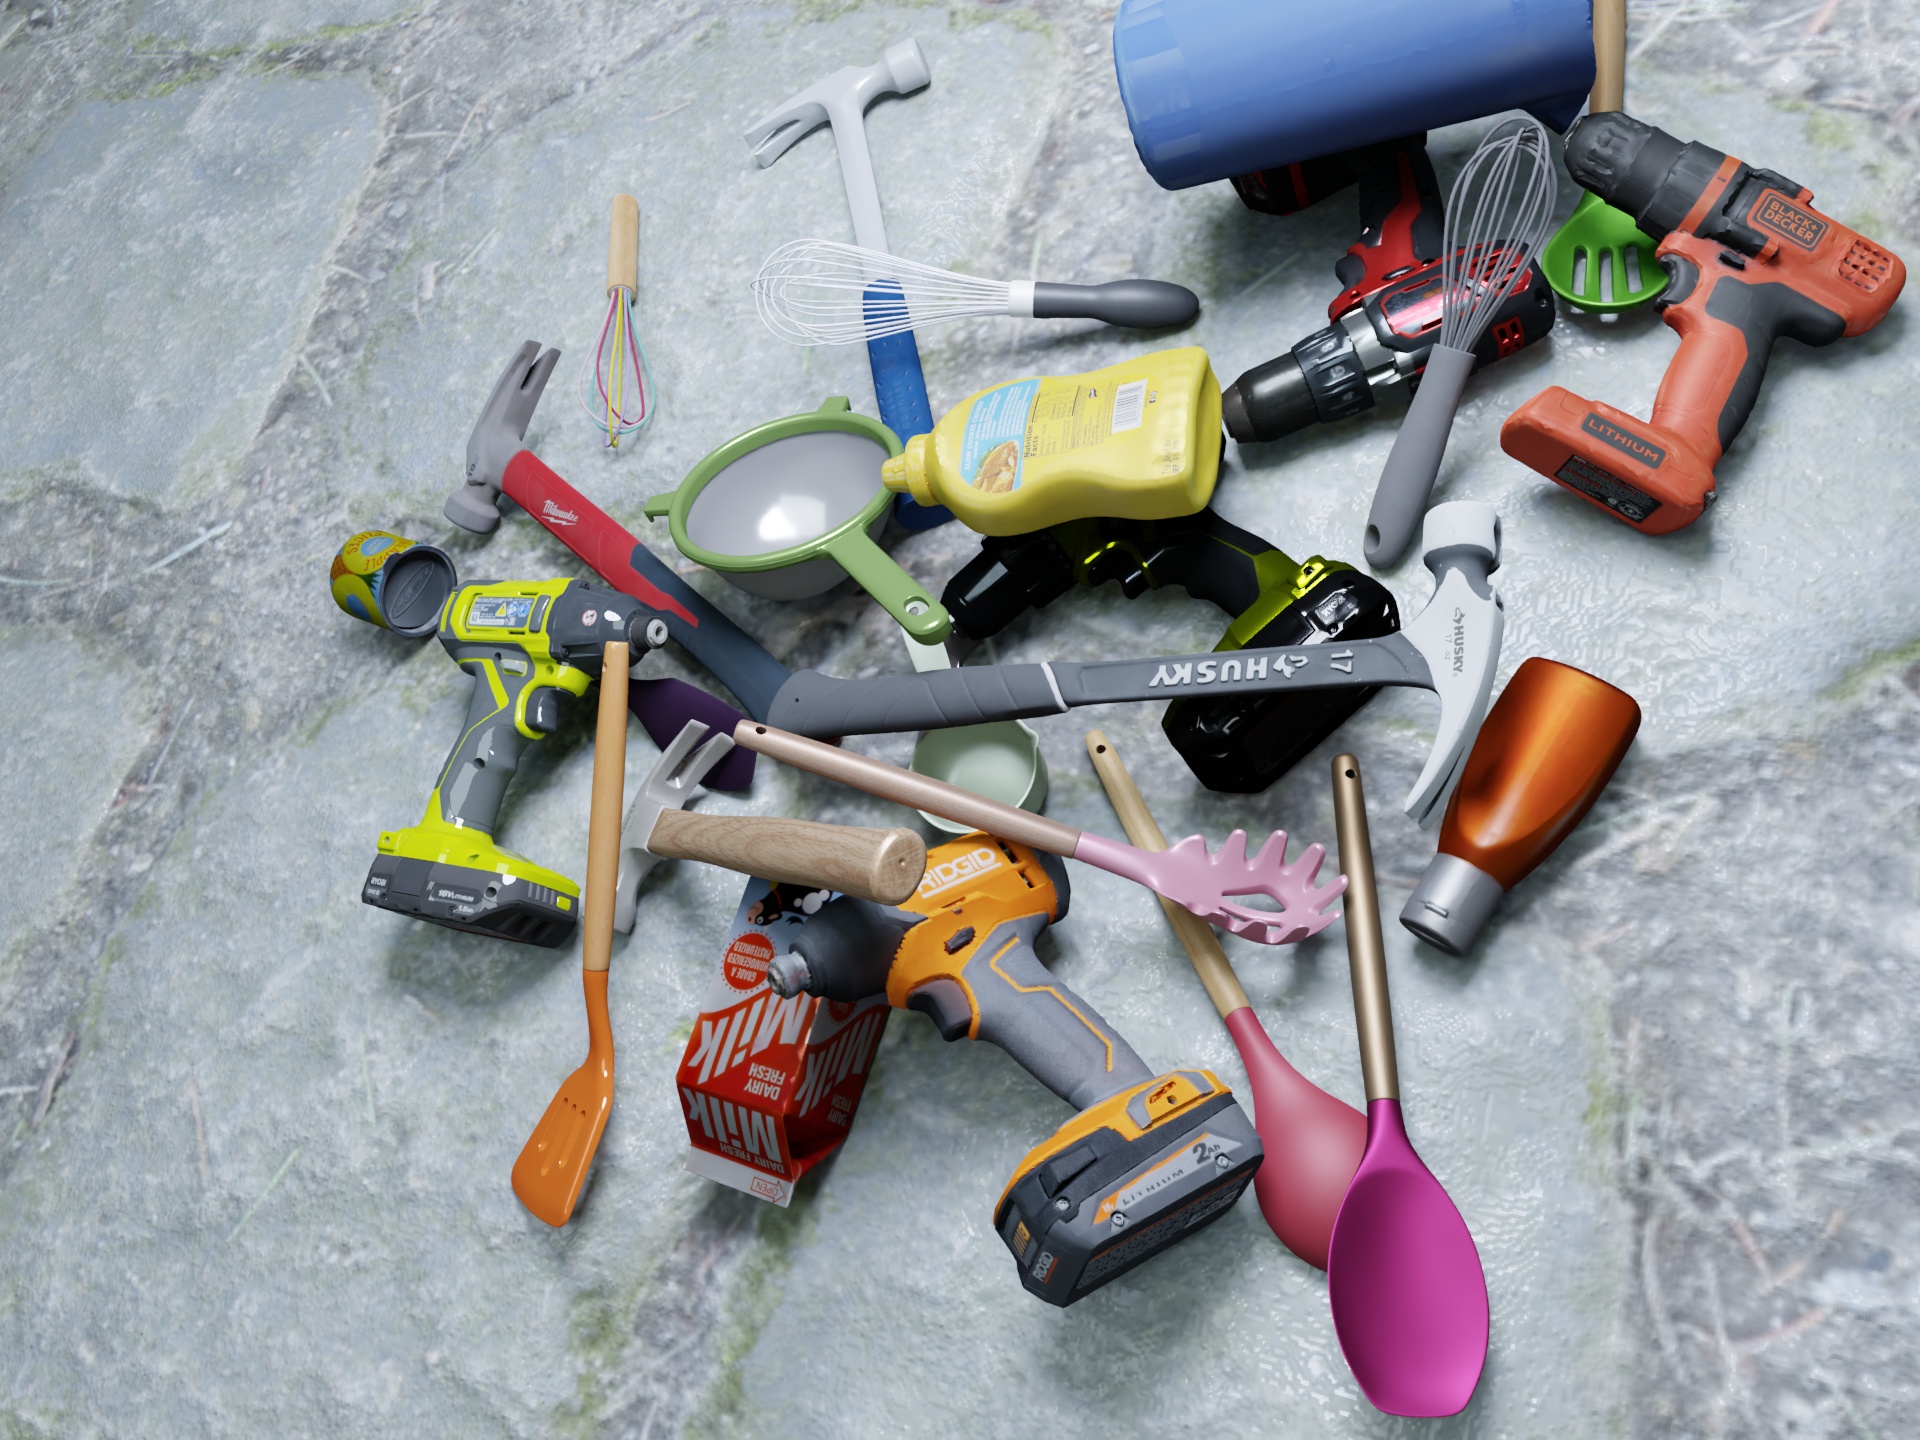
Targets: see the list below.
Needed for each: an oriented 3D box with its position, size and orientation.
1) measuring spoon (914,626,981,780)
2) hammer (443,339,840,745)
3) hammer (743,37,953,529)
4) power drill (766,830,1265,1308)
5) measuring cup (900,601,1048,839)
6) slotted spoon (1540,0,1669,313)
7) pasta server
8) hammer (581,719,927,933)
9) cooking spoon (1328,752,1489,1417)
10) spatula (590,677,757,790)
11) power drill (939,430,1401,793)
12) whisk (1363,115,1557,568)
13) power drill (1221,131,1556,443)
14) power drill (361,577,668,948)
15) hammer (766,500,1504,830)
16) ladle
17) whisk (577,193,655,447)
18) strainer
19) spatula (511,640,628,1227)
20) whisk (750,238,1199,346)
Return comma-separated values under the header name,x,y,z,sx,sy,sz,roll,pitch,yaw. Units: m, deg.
name,x,y,z,sx,sy,sz,roll,pitch,yaw
measuring spoon,-0.013,-0.014,0.940,0.034,0.018,0.124,2,68,25
hammer,-0.203,-0.108,1.039,0.387,0.038,0.143,38,107,30
hammer,-0.061,-0.301,1.089,0.144,0.035,0.406,-19,60,14
power drill,0.019,0.158,0.768,0.164,0.084,0.227,-19,55,-27
measuring cup,-0.001,-0.003,0.917,0.083,0.038,0.168,-27,58,9
slotted spoon,0.378,-0.357,0.925,0.070,0.031,0.314,3,65,18
pasta server,0.034,0.049,0.799,0.316,0.040,0.060,18,47,7
hammer,-0.112,0.063,0.844,0.331,0.031,0.130,-1,65,58
cooking spoon,0.196,0.155,0.746,0.069,0.017,0.319,2,59,1
spatula,-0.241,-0.030,1.043,0.316,0.018,0.059,27,115,34
power drill,0.109,-0.068,0.879,0.190,0.080,0.229,-41,54,1
whisk,0.257,-0.194,0.838,0.055,0.055,0.239,26,109,31
power drill,0.217,-0.275,0.931,0.188,0.080,0.227,-22,62,13
power drill,-0.273,0.020,0.986,0.171,0.080,0.223,4,73,32
hammer,0.066,-0.013,0.811,0.409,0.036,0.149,-5,67,33
ladle,0.130,0.126,0.805,0.069,0.031,0.316,-27,56,2
whisk,-0.249,-0.301,1.170,0.051,0.047,0.245,-16,57,18
strainer,-0.072,-0.095,0.949,0.151,0.069,0.257,-32,45,-14
spatula,-0.212,0.116,0.894,0.081,0.041,0.322,9,96,54
whisk,0.007,-0.267,1.003,0.284,0.070,0.070,4,67,6
